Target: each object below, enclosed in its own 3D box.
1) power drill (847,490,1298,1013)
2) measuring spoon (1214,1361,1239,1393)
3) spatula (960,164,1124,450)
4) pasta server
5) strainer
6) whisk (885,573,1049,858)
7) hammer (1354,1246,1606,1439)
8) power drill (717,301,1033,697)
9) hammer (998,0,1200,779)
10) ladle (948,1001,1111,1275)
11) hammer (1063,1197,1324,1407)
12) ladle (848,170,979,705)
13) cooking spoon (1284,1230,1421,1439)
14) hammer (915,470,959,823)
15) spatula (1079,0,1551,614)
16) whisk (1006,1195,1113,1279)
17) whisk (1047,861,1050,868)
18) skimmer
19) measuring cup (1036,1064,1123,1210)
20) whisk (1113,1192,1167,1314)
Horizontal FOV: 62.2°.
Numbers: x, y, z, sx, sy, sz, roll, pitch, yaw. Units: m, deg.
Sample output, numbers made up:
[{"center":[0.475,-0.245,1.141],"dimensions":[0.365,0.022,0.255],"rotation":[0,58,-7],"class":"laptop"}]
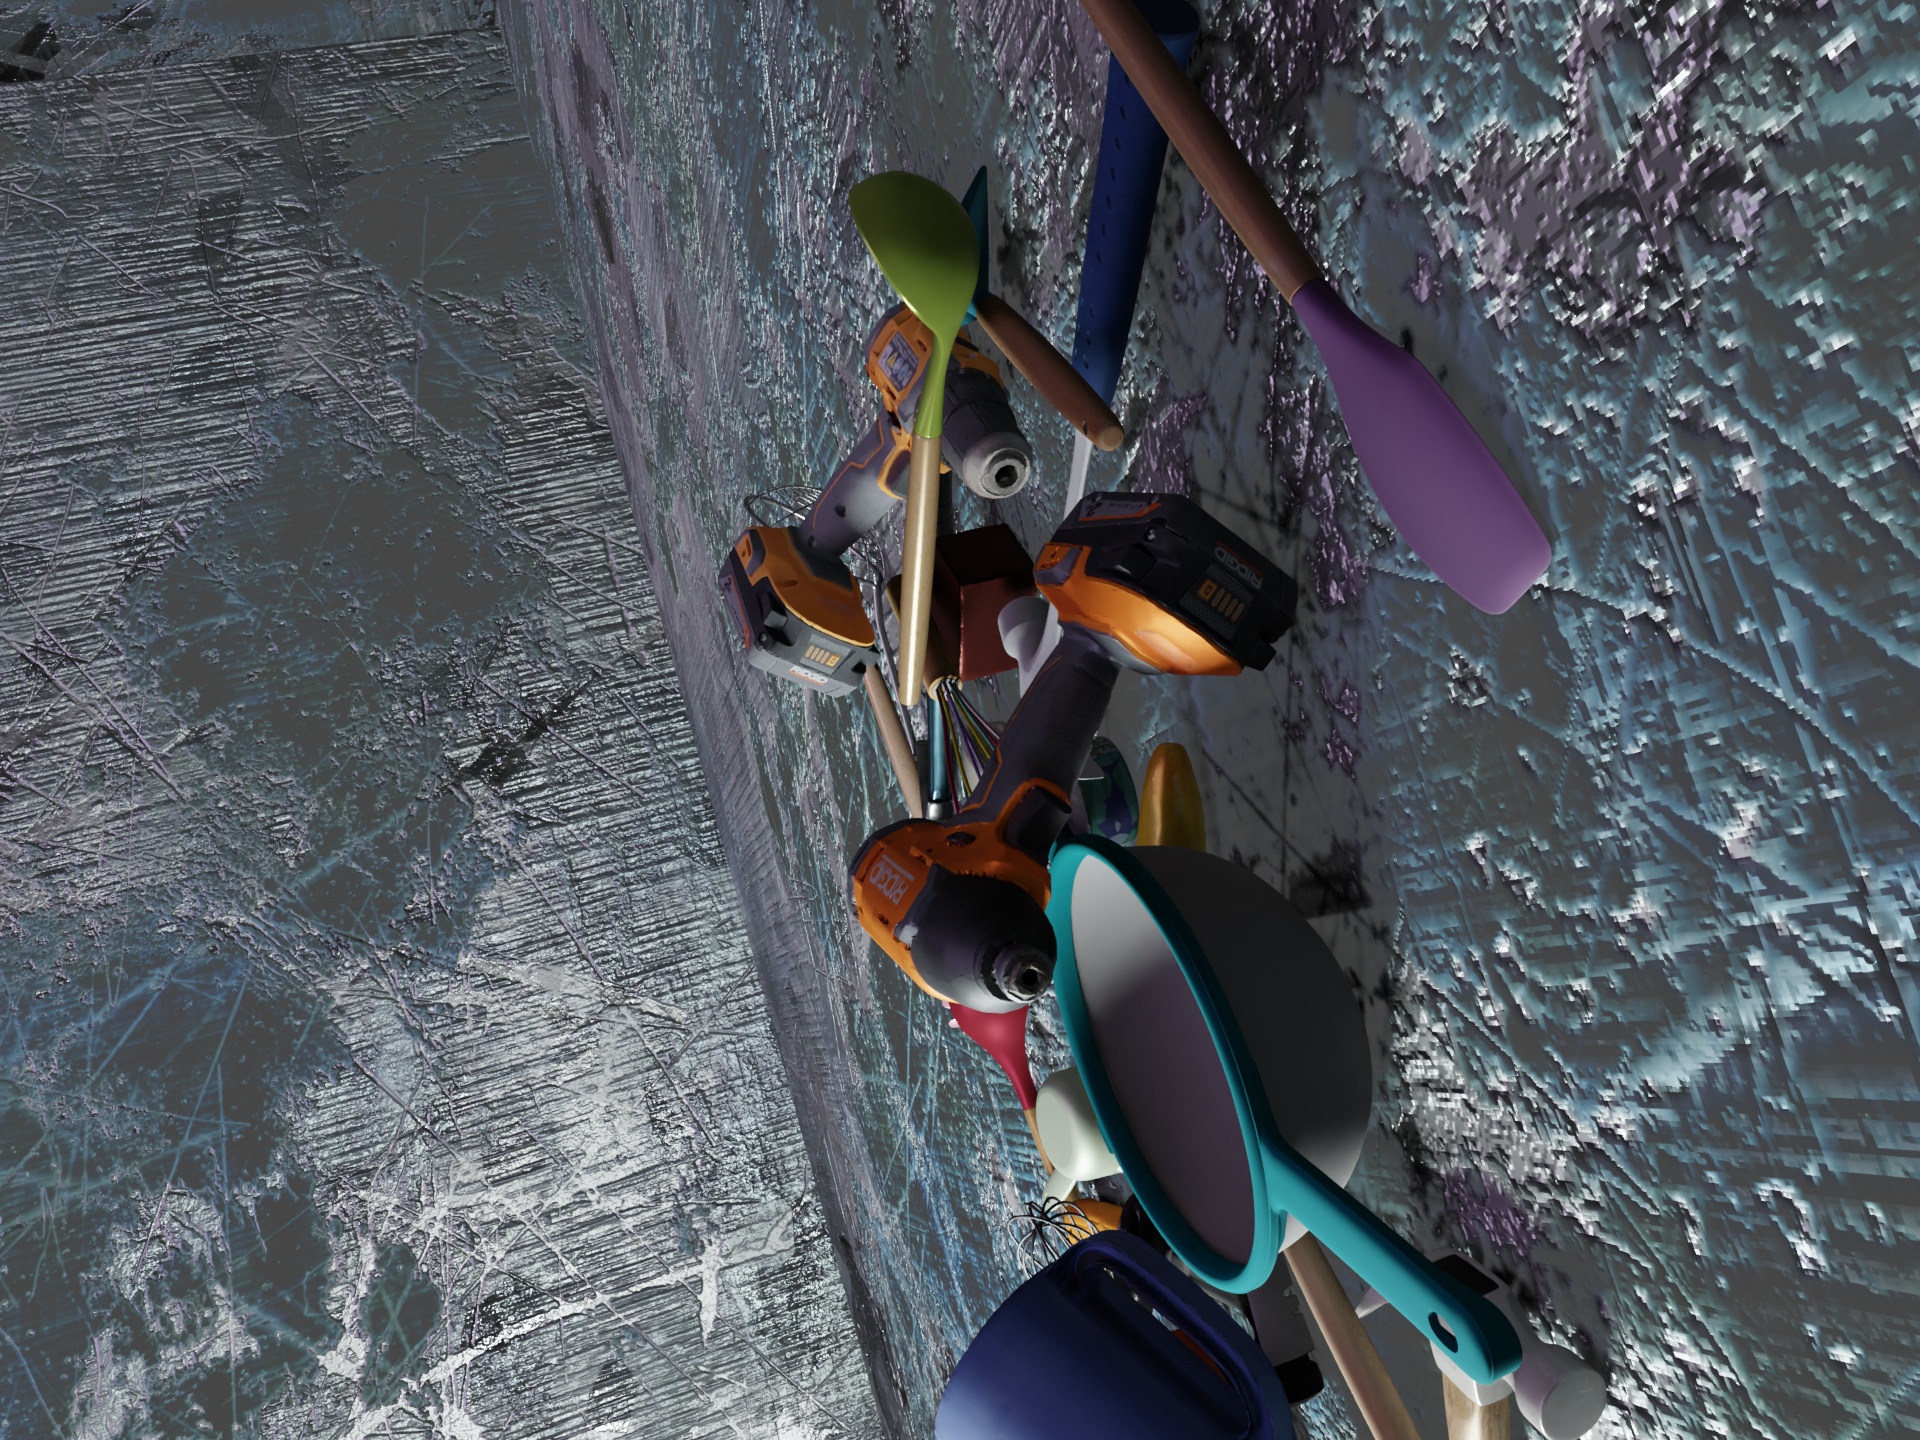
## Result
[{"center":[0.044,0.017,0.673],"dimensions":[0.084,0.226,0.164],"rotation":[34,177,-20],"class":"power drill"},{"center":[0.158,0.389,0.878],"dimensions":[0.128,0.021,0.042],"rotation":[59,164,-25],"class":"measuring spoon"},{"center":[0.032,-0.192,0.761],"dimensions":[0.318,0.044,0.082],"rotation":[-115,21,-57],"class":"spatula"},{"center":[-0.028,0.096,1.235],"dimensions":[0.060,0.040,0.316],"rotation":[-42,-65,-62],"class":"pasta server"},{"center":[0.145,0.155,0.667],"dimensions":[0.341,0.095,0.211],"rotation":[-148,44,-66],"class":"strainer"},{"center":[0.000,-0.002,0.936],"dimensions":[0.245,0.047,0.051],"rotation":[-114,31,-42],"class":"whisk"},{"center":[0.227,0.376,0.689],"dimensions":[0.130,0.031,0.331],"rotation":[-144,41,-66],"class":"hammer"},{"center":[-0.047,-0.123,0.953],"dimensions":[0.226,0.084,0.186],"rotation":[-54,37,20],"class":"power drill"},{"center":[0.063,-0.137,0.766],"dimensions":[0.405,0.035,0.144],"rotation":[96,167,-47],"class":"hammer"},{"center":[0.063,0.312,1.183],"dimensions":[0.031,0.069,0.315],"rotation":[0,-114,-65],"class":"ladle"},{"center":[0.125,0.326,0.995],"dimensions":[0.337,0.034,0.127],"rotation":[142,112,-73],"class":"hammer"},{"center":[-0.031,-0.129,0.828],"dimensions":[0.078,0.062,0.319],"rotation":[-96,9,-46],"class":"ladle"},{"center":[0.161,0.250,0.733],"dimensions":[0.319,0.017,0.068],"rotation":[-111,23,-67],"class":"cooking spoon"},{"center":[-0.016,-0.049,1.107],"dimensions":[0.128,0.033,0.330],"rotation":[-96,4,-61],"class":"hammer"},{"center":[0.111,-0.172,0.571],"dimensions":[0.316,0.018,0.059],"rotation":[61,159,18],"class":"spatula"},{"center":[0.096,0.383,1.011],"dimensions":[0.238,0.055,0.055],"rotation":[59,173,-28],"class":"whisk"},{"center":[0.078,0.173,1.001],"dimensions":[0.247,0.059,0.057],"rotation":[60,170,32],"class":"whisk"},{"center":[-0.078,-0.022,1.287],"dimensions":[0.127,0.090,0.363],"rotation":[-23,-83,-73],"class":"skimmer"},{"center":[0.069,0.304,1.108],"dimensions":[0.167,0.038,0.083],"rotation":[109,145,-44],"class":"measuring cup"},{"center":[0.097,0.404,0.965],"dimensions":[0.073,0.073,0.295],"rotation":[-131,40,-58],"class":"whisk"}]
